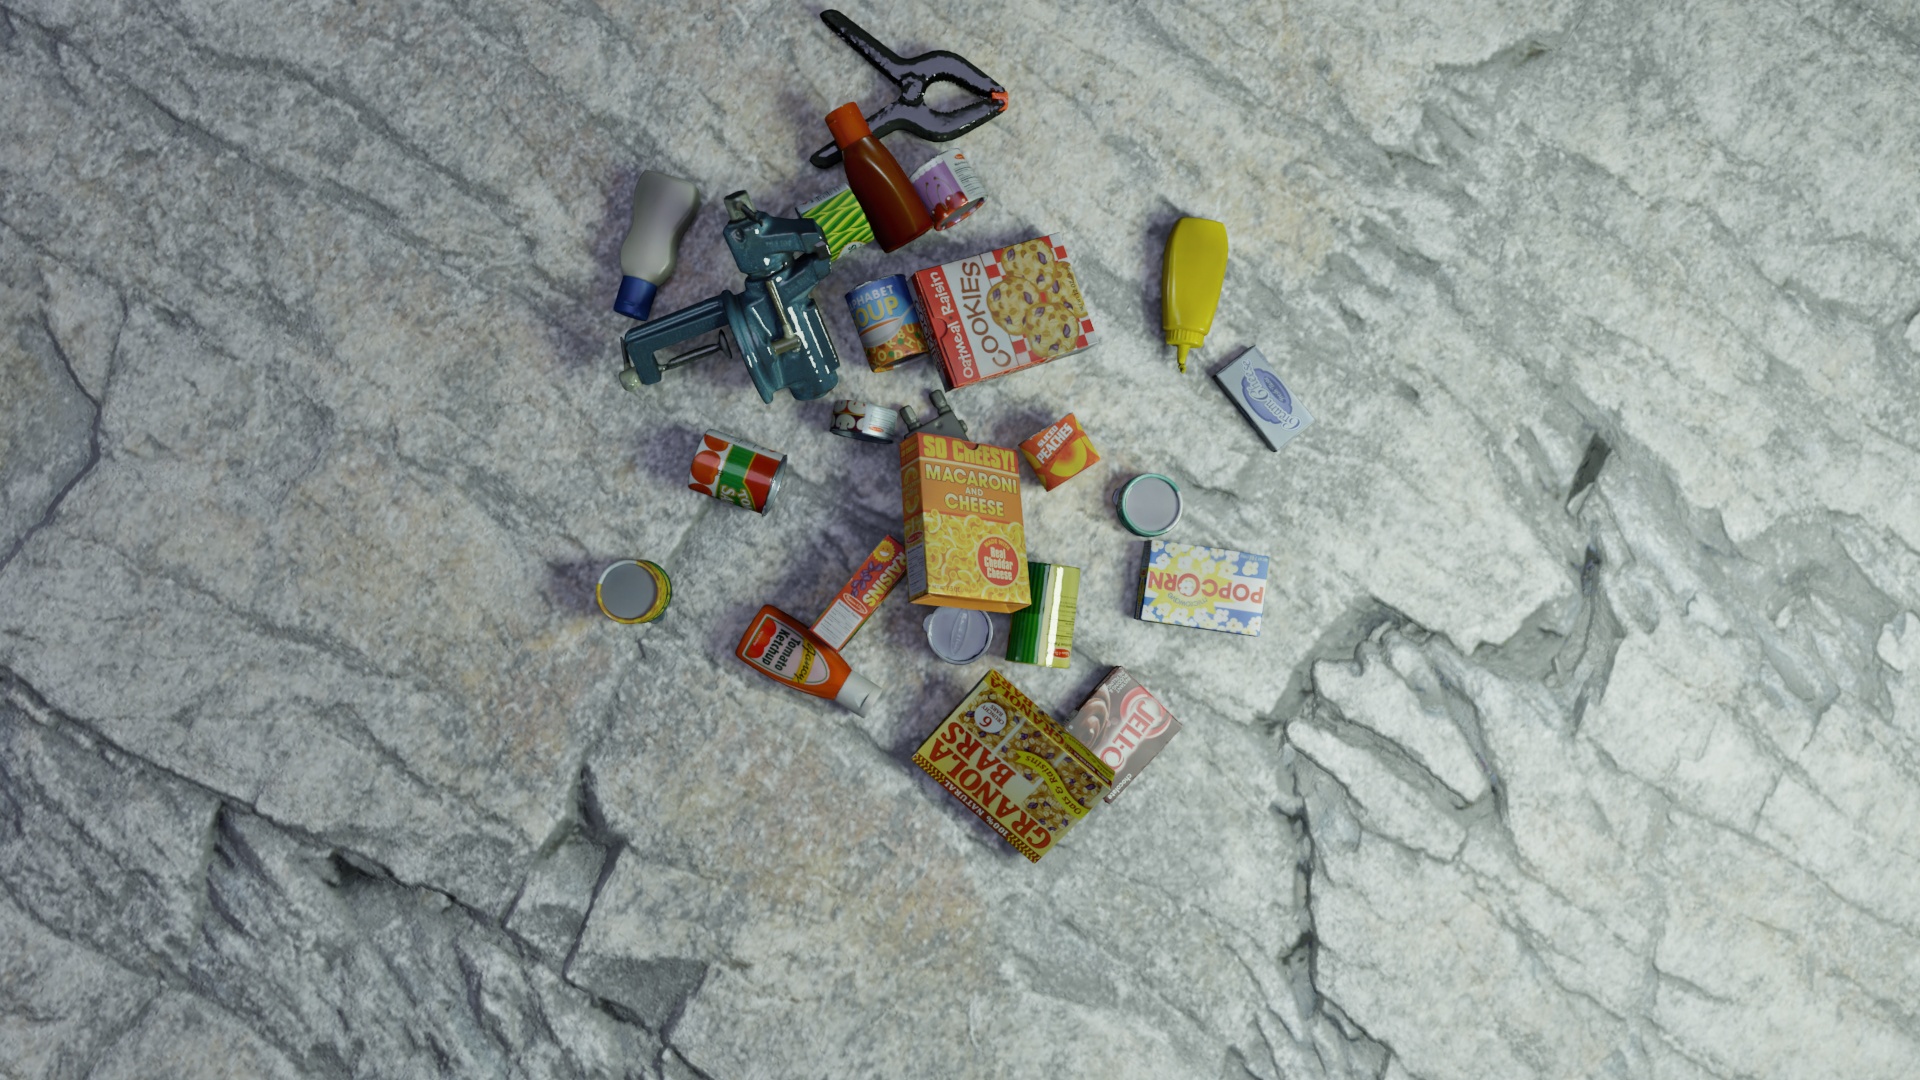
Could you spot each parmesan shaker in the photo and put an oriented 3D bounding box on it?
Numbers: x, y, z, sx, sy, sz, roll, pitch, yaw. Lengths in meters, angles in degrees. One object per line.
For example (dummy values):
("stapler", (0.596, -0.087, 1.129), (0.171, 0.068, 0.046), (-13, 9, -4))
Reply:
("parmesan shaker", (0.086, 0.075, 1.413), (0.071, 0.071, 0.103), (7, 87, -2))

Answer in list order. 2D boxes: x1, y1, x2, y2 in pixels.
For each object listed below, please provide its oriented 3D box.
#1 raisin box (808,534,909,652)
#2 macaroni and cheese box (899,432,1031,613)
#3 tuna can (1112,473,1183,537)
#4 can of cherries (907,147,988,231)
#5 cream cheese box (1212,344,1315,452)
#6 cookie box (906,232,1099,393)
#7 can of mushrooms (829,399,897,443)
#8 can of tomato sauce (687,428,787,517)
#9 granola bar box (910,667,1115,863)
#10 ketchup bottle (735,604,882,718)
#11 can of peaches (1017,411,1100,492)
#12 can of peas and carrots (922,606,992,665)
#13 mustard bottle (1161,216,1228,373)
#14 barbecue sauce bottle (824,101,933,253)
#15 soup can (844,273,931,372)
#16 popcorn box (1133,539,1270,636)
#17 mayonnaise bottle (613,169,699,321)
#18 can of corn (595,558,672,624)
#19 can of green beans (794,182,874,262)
("raisin box", (-0.096, 0.053, 1.395), (0.040, 0.086, 0.123), (39, 87, 1))
("macaroni and cheese box", (0.005, -0.017, 1.376), (0.124, 0.040, 0.167), (8, 69, -34))
("tuna can", (0.194, -0.037, 1.437), (0.071, 0.033, 0.071), (0, 88, -3))
("can of cherries", (-0.015, -0.359, 1.428), (0.071, 0.071, 0.058), (-33, 91, -3))
("cream cheese box", (0.317, -0.148, 1.451), (0.053, 0.024, 0.104), (-39, 89, -3))
("cookie box", (0.043, -0.232, 1.413), (0.168, 0.040, 0.123), (-19, 89, -20))
("can of mushrooms", (-0.100, -0.121, 1.414), (0.071, 0.071, 0.033), (10, 88, -2))
("can of tomato sauce", (-0.226, -0.068, 1.405), (0.083, 0.071, 0.071), (19, 87, -1))
("granola bar box", (0.053, 0.226, 1.394), (0.165, 0.039, 0.123), (41, 113, 0))
("ketchup bottle", (-0.151, 0.127, 1.411), (0.149, 0.043, 0.064), (31, 91, -1))
("can of peaches", (0.101, -0.090, 1.417), (0.071, 0.071, 0.058), (-31, 90, -3))
("can of peas and carrots", (-0.004, 0.092, 1.410), (0.071, 0.058, 0.071), (0, 87, -2))
("mustard bottle", (0.237, -0.252, 1.440), (0.065, 0.049, 0.160), (9, 88, -1))
("barbecue sauce bottle", (-0.087, -0.370, 1.411), (0.044, 0.064, 0.148), (-37, 101, -41))
("soup can", (-0.075, -0.221, 1.415), (0.071, 0.071, 0.083), (-20, 89, -3))
("popcorn box", (0.249, 0.049, 1.432), (0.127, 0.038, 0.085), (8, 88, -2))
("mayonnaise bottle", (-0.317, -0.301, 1.425), (0.065, 0.041, 0.148), (17, 88, 0))
("can of corn", (-0.327, 0.053, 1.399), (0.071, 0.058, 0.071), (0, 88, -2))
("can of green beans", (-0.128, -0.324, 1.420), (0.058, 0.071, 0.071), (-29, 89, -3))
